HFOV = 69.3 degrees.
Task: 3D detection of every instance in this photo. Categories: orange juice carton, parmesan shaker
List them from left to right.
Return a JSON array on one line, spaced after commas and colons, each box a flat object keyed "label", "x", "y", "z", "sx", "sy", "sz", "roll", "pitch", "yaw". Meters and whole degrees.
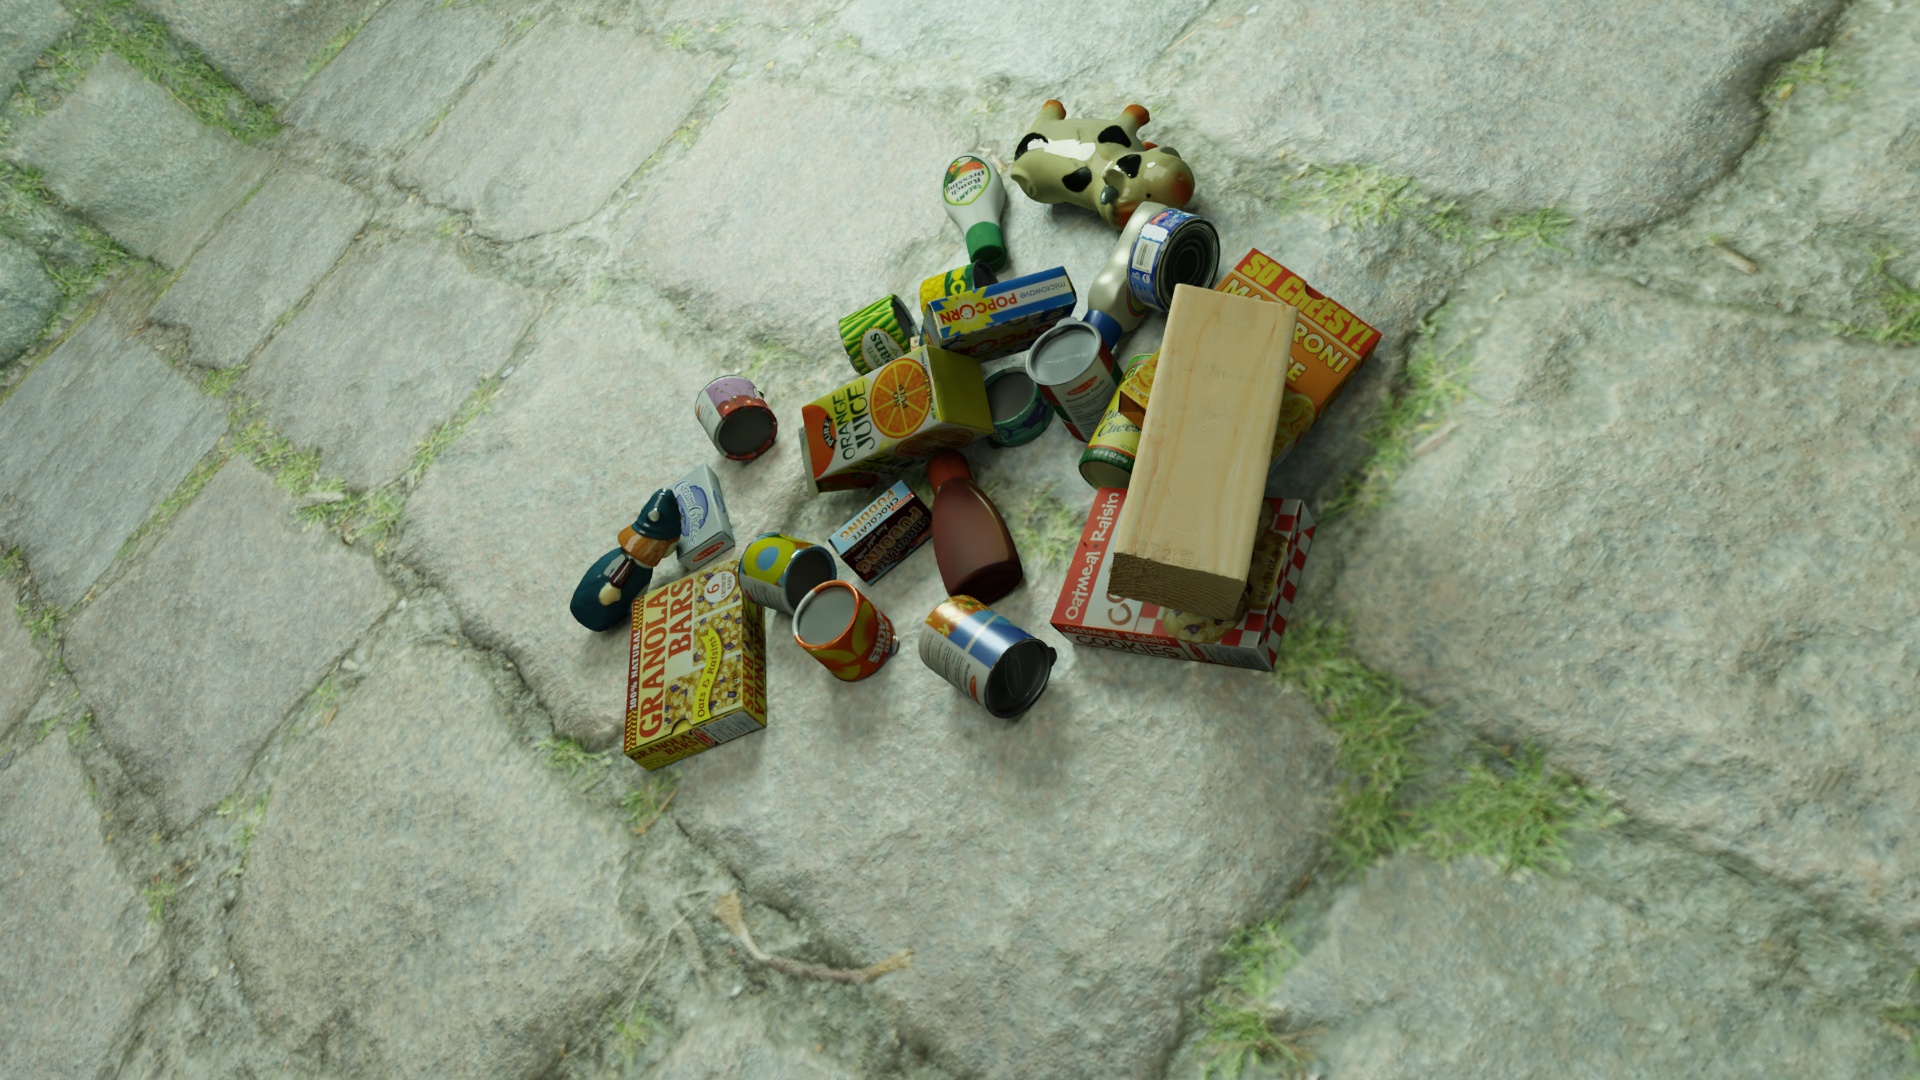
[{"label": "orange juice carton", "x": -0.071, "y": -0.099, "z": 1.219, "sx": 0.192, "sy": 0.073, "sz": 0.072, "roll": -21, "pitch": 73, "yaw": 35}, {"label": "parmesan shaker", "x": 0.146, "y": -0.087, "z": 1.105, "sx": 0.071, "sy": 0.071, "sz": 0.103, "roll": 12, "pitch": 66, "yaw": 38}]

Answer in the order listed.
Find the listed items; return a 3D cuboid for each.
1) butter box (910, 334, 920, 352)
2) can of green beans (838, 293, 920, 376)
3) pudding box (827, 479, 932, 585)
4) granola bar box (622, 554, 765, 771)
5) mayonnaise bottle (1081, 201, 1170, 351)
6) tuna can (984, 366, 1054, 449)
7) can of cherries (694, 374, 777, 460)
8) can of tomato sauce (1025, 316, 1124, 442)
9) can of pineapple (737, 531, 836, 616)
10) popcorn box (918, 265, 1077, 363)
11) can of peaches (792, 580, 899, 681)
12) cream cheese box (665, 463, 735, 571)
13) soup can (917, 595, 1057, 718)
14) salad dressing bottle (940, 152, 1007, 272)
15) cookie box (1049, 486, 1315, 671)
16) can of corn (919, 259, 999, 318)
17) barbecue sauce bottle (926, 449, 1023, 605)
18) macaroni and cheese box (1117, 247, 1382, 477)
[{"label": "butter box", "x": -0.016, "y": -0.142, "z": 1.258, "sx": 0.053, "sy": 0.024, "sz": 0.104, "roll": -12, "pitch": 69, "yaw": 26}, {"label": "can of green beans", "x": -0.075, "y": -0.194, "z": 1.324, "sx": 0.058, "sy": 0.071, "sz": 0.071, "roll": -24, "pitch": 48, "yaw": 16}, {"label": "pudding box", "x": -0.065, "y": -0.006, "z": 1.191, "sx": 0.084, "sy": 0.049, "sz": 0.030, "roll": -38, "pitch": 44, "yaw": 1}, {"label": "granola bar box", "x": -0.233, "y": 0.105, "z": 1.223, "sx": 0.124, "sy": 0.039, "sz": 0.166, "roll": -22, "pitch": 48, "yaw": 17}, {"label": "mayonnaise bottle", "x": 0.144, "y": -0.219, "z": 1.208, "sx": 0.041, "sy": 0.064, "sz": 0.148, "roll": 22, "pitch": 75, "yaw": 40}, {"label": "tuna can", "x": 0.044, "y": -0.116, "z": 1.214, "sx": 0.071, "sy": 0.032, "sz": 0.071, "roll": -17, "pitch": 50, "yaw": 21}, {"label": "can of cherries", "x": -0.217, "y": -0.121, "z": 1.362, "sx": 0.071, "sy": 0.071, "sz": 0.058, "roll": -40, "pitch": 46, "yaw": 1}, {"label": "can of tomato sauce", "x": 0.102, "y": -0.132, "z": 1.154, "sx": 0.071, "sy": 0.083, "sz": 0.071, "roll": -17, "pitch": 50, "yaw": 22}, {"label": "can of pineapple", "x": -0.149, "y": 0.028, "z": 1.207, "sx": 0.058, "sy": 0.071, "sz": 0.071, "roll": 15, "pitch": 67, "yaw": 38}, {"label": "popcorn box", "x": 0.032, "y": -0.190, "z": 1.207, "sx": 0.127, "sy": 0.085, "sz": 0.038, "roll": -17, "pitch": 78, "yaw": -11}, {"label": "can of peaches", "x": -0.095, "y": 0.074, "z": 1.145, "sx": 0.071, "sy": 0.058, "sz": 0.071, "roll": -17, "pitch": 50, "yaw": 22}, {"label": "cream cheese box", "x": -0.254, "y": -0.024, "z": 1.341, "sx": 0.053, "sy": 0.024, "sz": 0.104, "roll": -31, "pitch": 47, "yaw": 9}, {"label": "soup can", "x": 0.020, "y": 0.086, "z": 1.059, "sx": 0.071, "sy": 0.071, "sz": 0.084, "roll": -50, "pitch": 46, "yaw": -9}, {"label": "salad dressing bottle", "x": 0.017, "y": -0.324, "z": 1.376, "sx": 0.064, "sy": 0.044, "sz": 0.148, "roll": -24, "pitch": 48, "yaw": 15}, {"label": "cookie box", "x": 0.163, "y": 0.024, "z": 1.030, "sx": 0.167, "sy": 0.040, "sz": 0.123, "roll": 5, "pitch": 62, "yaw": 35}, {"label": "can of corn", "x": 0.001, "y": -0.220, "z": 1.292, "sx": 0.058, "sy": 0.071, "sz": 0.071, "roll": -15, "pitch": 51, "yaw": 25}, {"label": "barbecue sauce bottle", "x": 0.004, "y": -0.015, "z": 1.157, "sx": 0.065, "sy": 0.043, "sz": 0.149, "roll": -29, "pitch": 46, "yaw": 12}, {"label": "macaroni and cheese box", "x": 0.221, "y": -0.128, "z": 1.060, "sx": 0.124, "sy": 0.040, "sz": 0.167, "roll": 39, "pitch": 76, "yaw": 16}]
